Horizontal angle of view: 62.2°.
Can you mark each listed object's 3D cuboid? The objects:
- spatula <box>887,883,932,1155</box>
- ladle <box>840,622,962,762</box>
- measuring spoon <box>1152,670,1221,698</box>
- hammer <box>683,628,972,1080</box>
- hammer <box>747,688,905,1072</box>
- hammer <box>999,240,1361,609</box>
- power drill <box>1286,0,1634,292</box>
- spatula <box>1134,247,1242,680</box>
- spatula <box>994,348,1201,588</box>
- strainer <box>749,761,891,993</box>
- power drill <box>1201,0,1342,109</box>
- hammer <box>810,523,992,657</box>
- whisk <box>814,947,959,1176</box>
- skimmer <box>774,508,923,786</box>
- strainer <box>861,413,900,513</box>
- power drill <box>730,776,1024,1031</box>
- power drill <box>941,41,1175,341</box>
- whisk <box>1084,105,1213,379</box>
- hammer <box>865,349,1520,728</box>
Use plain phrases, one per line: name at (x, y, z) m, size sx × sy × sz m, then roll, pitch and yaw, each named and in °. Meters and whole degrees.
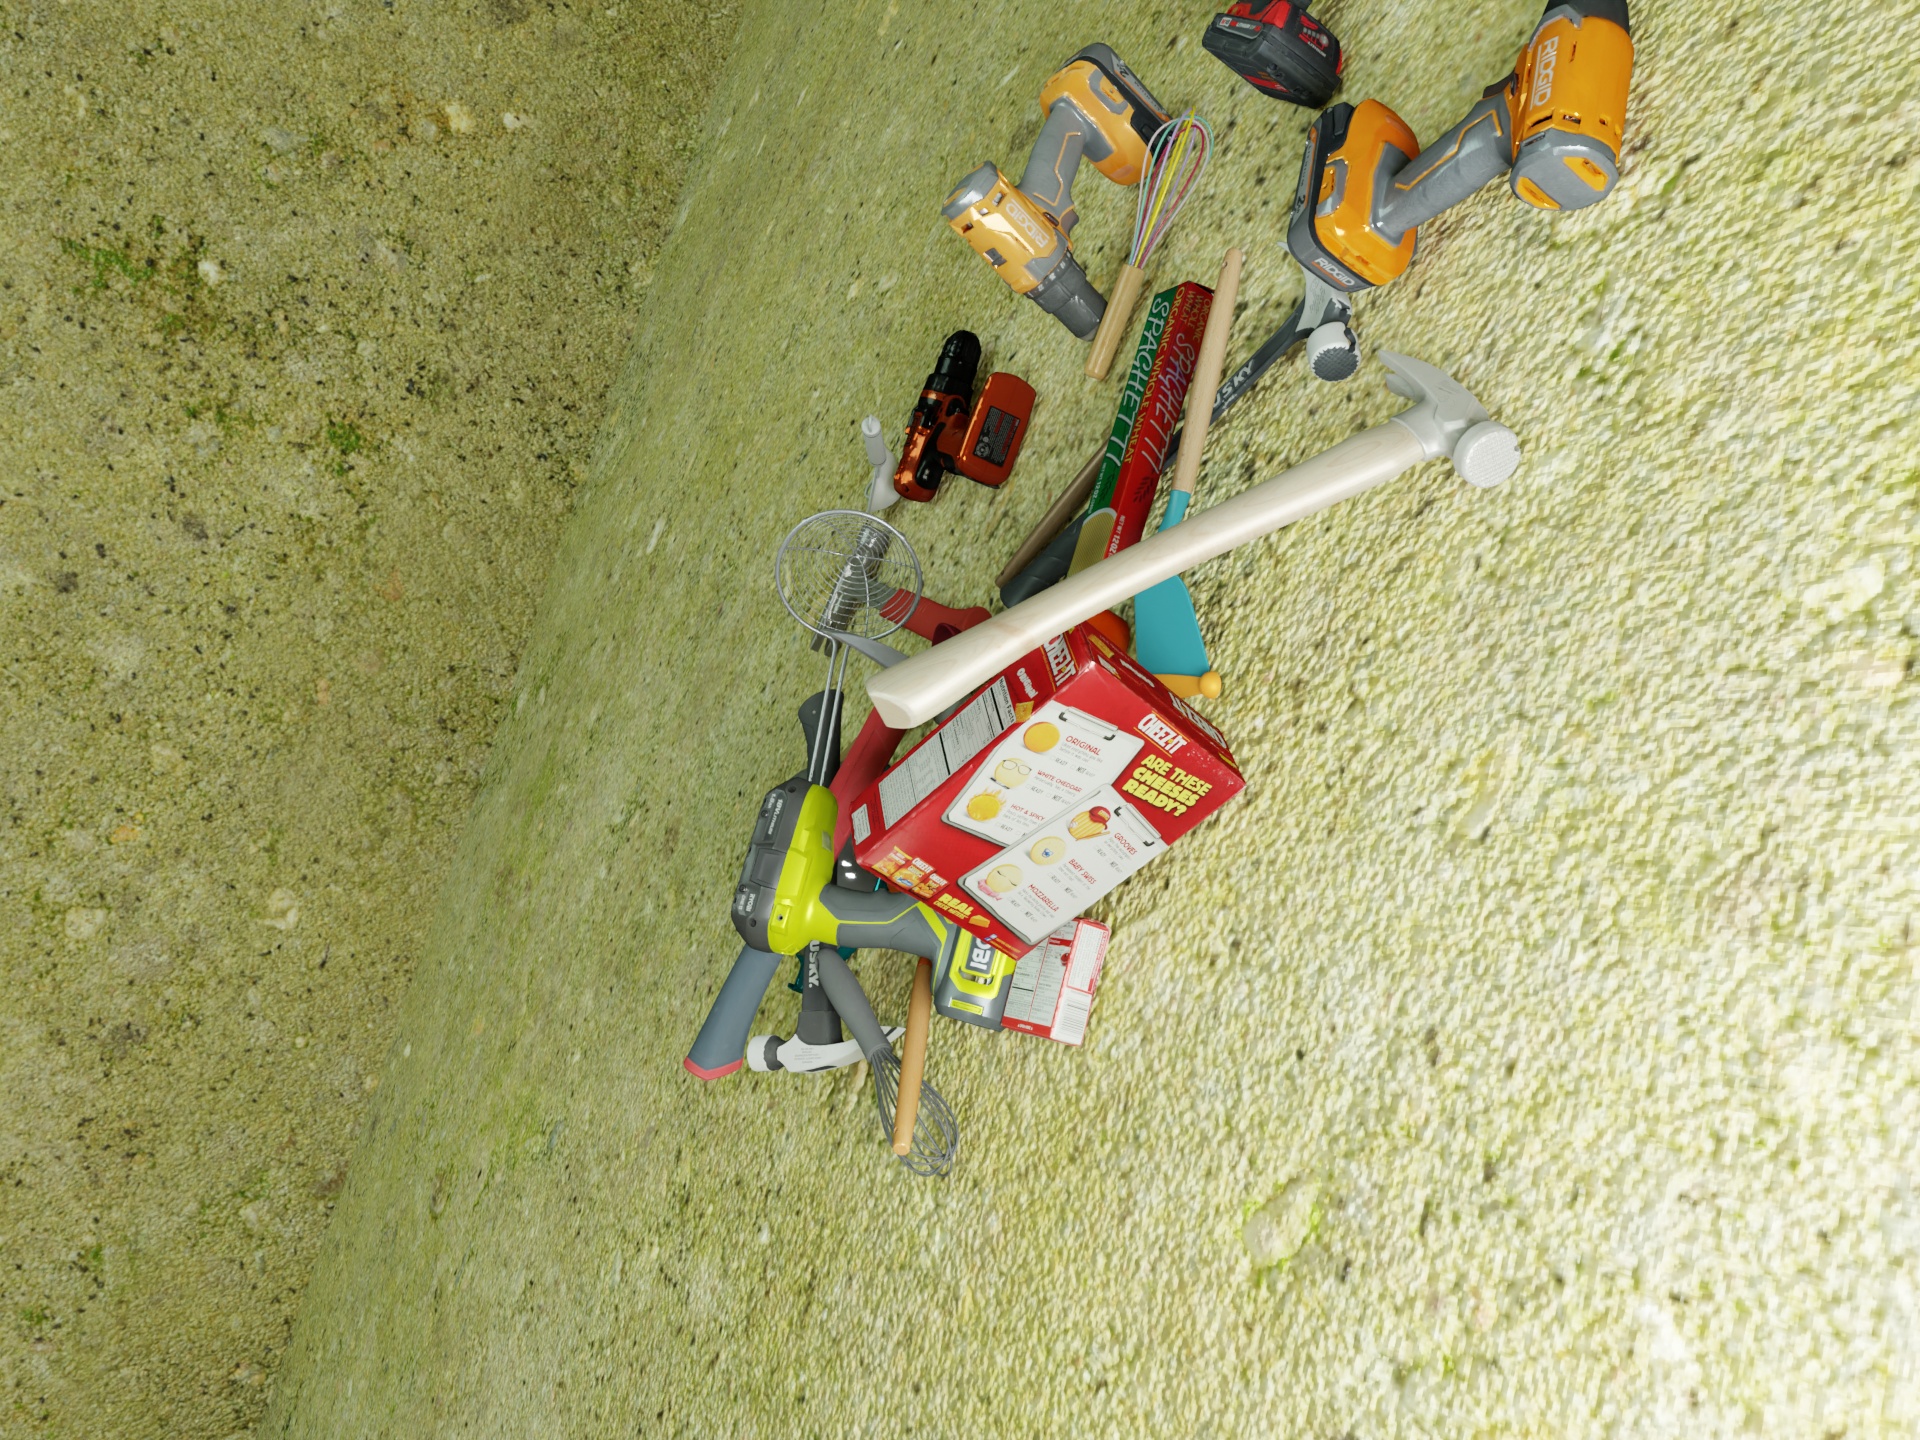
spatula at (-0.039, 0.212, 1.266) m, size 0.081 × 0.041 × 0.323 m, roll -48°, pitch 19°, yaw 29°
ladle at (-0.058, -0.009, 1.492) m, size 0.315 × 0.031 × 0.069 m, roll -40°, pitch 64°, yaw 55°
measuring spoon at (0.149, -0.024, 1.159) m, size 0.117 × 0.011 × 0.021 m, roll -2°, pitch 87°, yaw 60°
hammer at (-0.138, 0.115, 1.318) m, size 0.386 × 0.143 × 0.038 m, roll -62°, pitch 24°, yaw -3°
hammer at (-0.117, 0.136, 1.390) m, size 0.146 × 0.035 × 0.335 m, roll -10°, pitch 72°, yaw 31°
hammer at (0.156, -0.208, 1.263) m, size 0.409 × 0.036 × 0.149 m, roll -43°, pitch 36°, yaw 41°
power drill at (0.327, -0.383, 1.029) m, size 0.226 × 0.084 × 0.164 m, roll -10°, pitch 62°, yaw 55°
spatula at (0.174, -0.188, 1.162) m, size 0.082 × 0.044 × 0.317 m, roll 8°, pitch 84°, yaw 60°
spatula at (0.123, -0.227, 1.353) m, size 0.315 × 0.018 × 0.060 m, roll -50°, pitch 31°, yaw 29°
strainer at (-0.112, 0.086, 1.468) m, size 0.340 × 0.095 × 0.211 m, roll -50°, pitch 32°, yaw 37°
power drill at (0.304, -0.599, 1.232) m, size 0.226 × 0.080 × 0.188 m, roll -57°, pitch 29°, yaw 15°
hammer at (-0.057, -0.102, 1.575) m, size 0.149 × 0.036 × 0.359 m, roll -67°, pitch 27°, yaw 4°
whisk at (-0.064, 0.265, 1.260) m, size 0.055 × 0.055 × 0.239 m, roll -58°, pitch 43°, yaw 20°
skimmer at (-0.117, 0.006, 1.349) m, size 0.090 × 0.127 × 0.363 m, roll 104°, pitch 176°, yaw -84°
strainer at (-0.084, -0.270, 1.655) m, size 0.258 × 0.050 × 0.087 m, roll 85°, pitch -164°, yaw -82°
power drill at (-0.044, 0.120, 1.224) m, size 0.080 × 0.228 × 0.191 m, roll 54°, pitch -130°, yaw -72°
power drill at (0.106, -0.471, 1.436) m, size 0.226 × 0.185 × 0.084 m, roll -57°, pitch 22°, yaw -20°
whisk at (0.162, -0.418, 1.398) m, size 0.047 × 0.051 × 0.245 m, roll 37°, pitch 109°, yaw 56°
hammer at (0.127, -0.108, 0.992) m, size 0.410 × 0.038 × 0.146 m, roll -26°, pitch 36°, yaw 2°
